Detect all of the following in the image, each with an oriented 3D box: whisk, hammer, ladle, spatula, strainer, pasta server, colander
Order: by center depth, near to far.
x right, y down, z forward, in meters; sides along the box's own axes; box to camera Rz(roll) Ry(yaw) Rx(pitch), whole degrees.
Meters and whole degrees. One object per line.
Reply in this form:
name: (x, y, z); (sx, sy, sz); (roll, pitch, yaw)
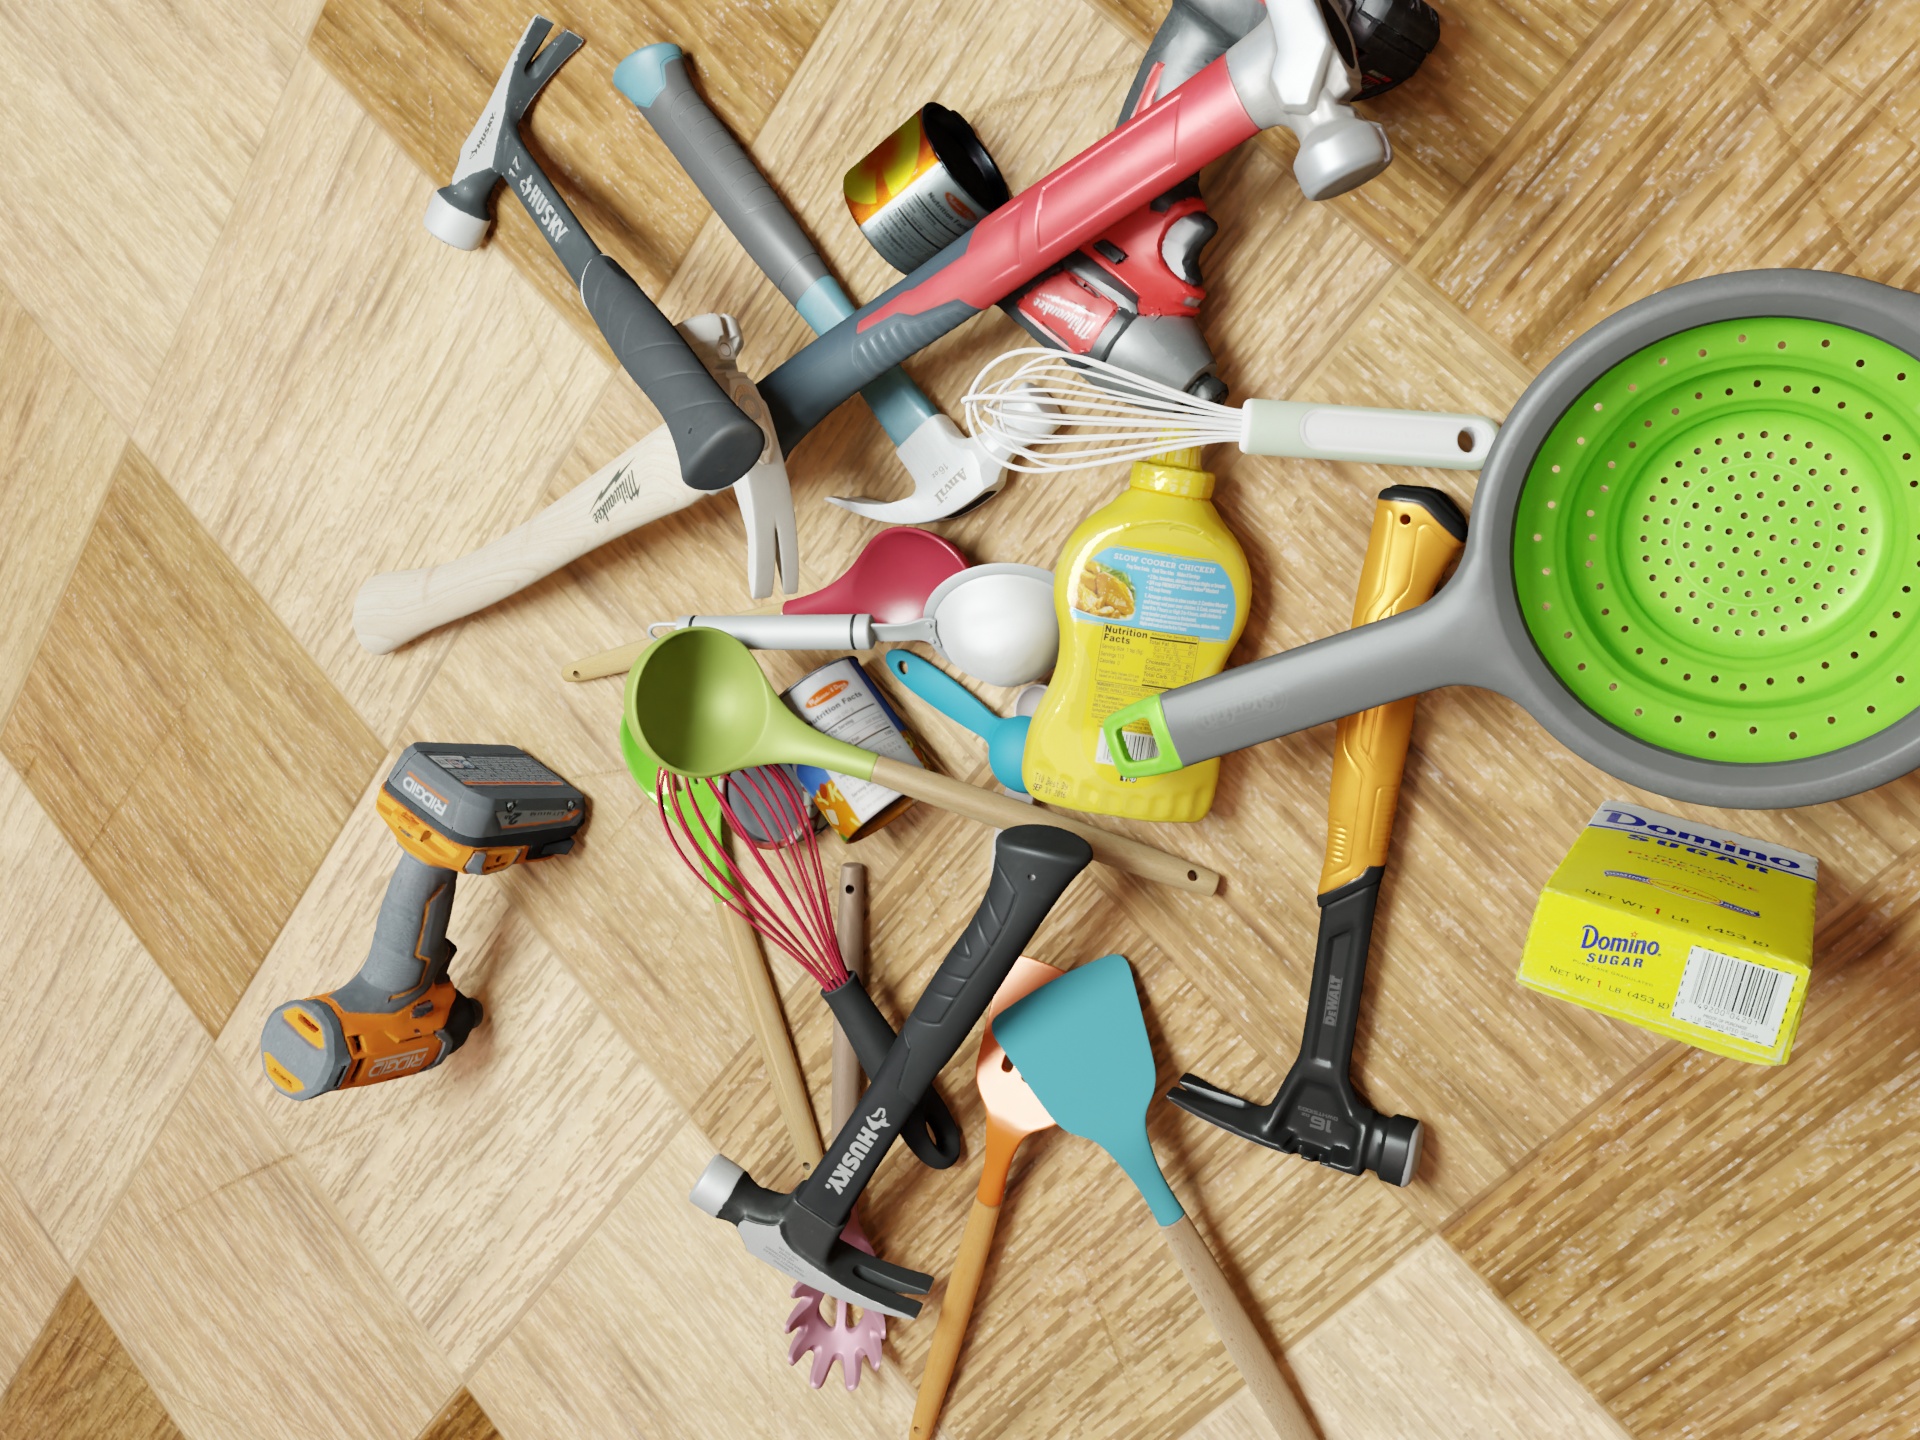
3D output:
colander: (0.250, -0.049, 0.679); (0.397, 0.094, 0.204); (-19, 89, 29)
whisk: (0.122, -0.135, 0.725); (0.246, 0.059, 0.058); (5, 94, 4)
hammer: (0.005, -0.228, 0.749); (0.386, 0.038, 0.143); (-23, 89, 39)
hammer: (0.185, 0.054, 0.771); (0.127, 0.034, 0.336); (13, 104, 26)
ladle: (-0.019, 0.031, 0.815); (0.320, 0.062, 0.078); (19, 78, 3)
strainer: (-0.043, -0.044, 0.833); (0.258, 0.050, 0.086); (1, 140, 13)
hammer: (-0.192, -0.242, 0.838); (0.149, 0.036, 0.409); (-56, 46, 20)
spatula: (0.125, 0.280, 0.840); (0.082, 0.044, 0.317); (-29, 92, 5)
hammer: (-0.021, 0.187, 0.848); (0.146, 0.035, 0.334); (32, 117, 4)
hammer: (-0.086, -0.245, 0.871); (0.128, 0.033, 0.331); (-42, 78, 27)
whisk: (-0.078, 0.130, 0.891); (0.073, 0.073, 0.295); (-24, 102, 30)
spatula: (0.015, 0.289, 0.912); (0.081, 0.041, 0.322); (23, 113, 21)
ladle: (-0.119, -0.055, 0.924); (0.315, 0.031, 0.069); (-11, 110, 32)
hammer: (-0.247, -0.093, 0.937); (0.410, 0.038, 0.146); (-17, 88, 42)
pasta server: (-0.069, 0.240, 0.941); (0.060, 0.040, 0.316); (3, 99, 2)

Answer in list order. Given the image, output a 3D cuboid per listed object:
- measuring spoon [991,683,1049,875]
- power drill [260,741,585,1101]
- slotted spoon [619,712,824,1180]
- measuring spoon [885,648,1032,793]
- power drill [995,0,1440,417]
measuring spoon: (0.037, 0.036, 0.863); (0.034, 0.018, 0.124); (30, 119, 34)
power drill: (-0.331, 0.129, 1.014); (0.084, 0.164, 0.226); (32, 100, 21)
slotted spoon: (-0.135, 0.133, 0.966); (0.070, 0.031, 0.314); (-17, 92, 30)
measuring spoon: (-0.001, -0.003, 0.860); (0.129, 0.021, 0.042); (36, 122, 29)
power drill: (0.112, -0.253, 0.737); (0.143, 0.078, 0.219); (44, 119, 17)
